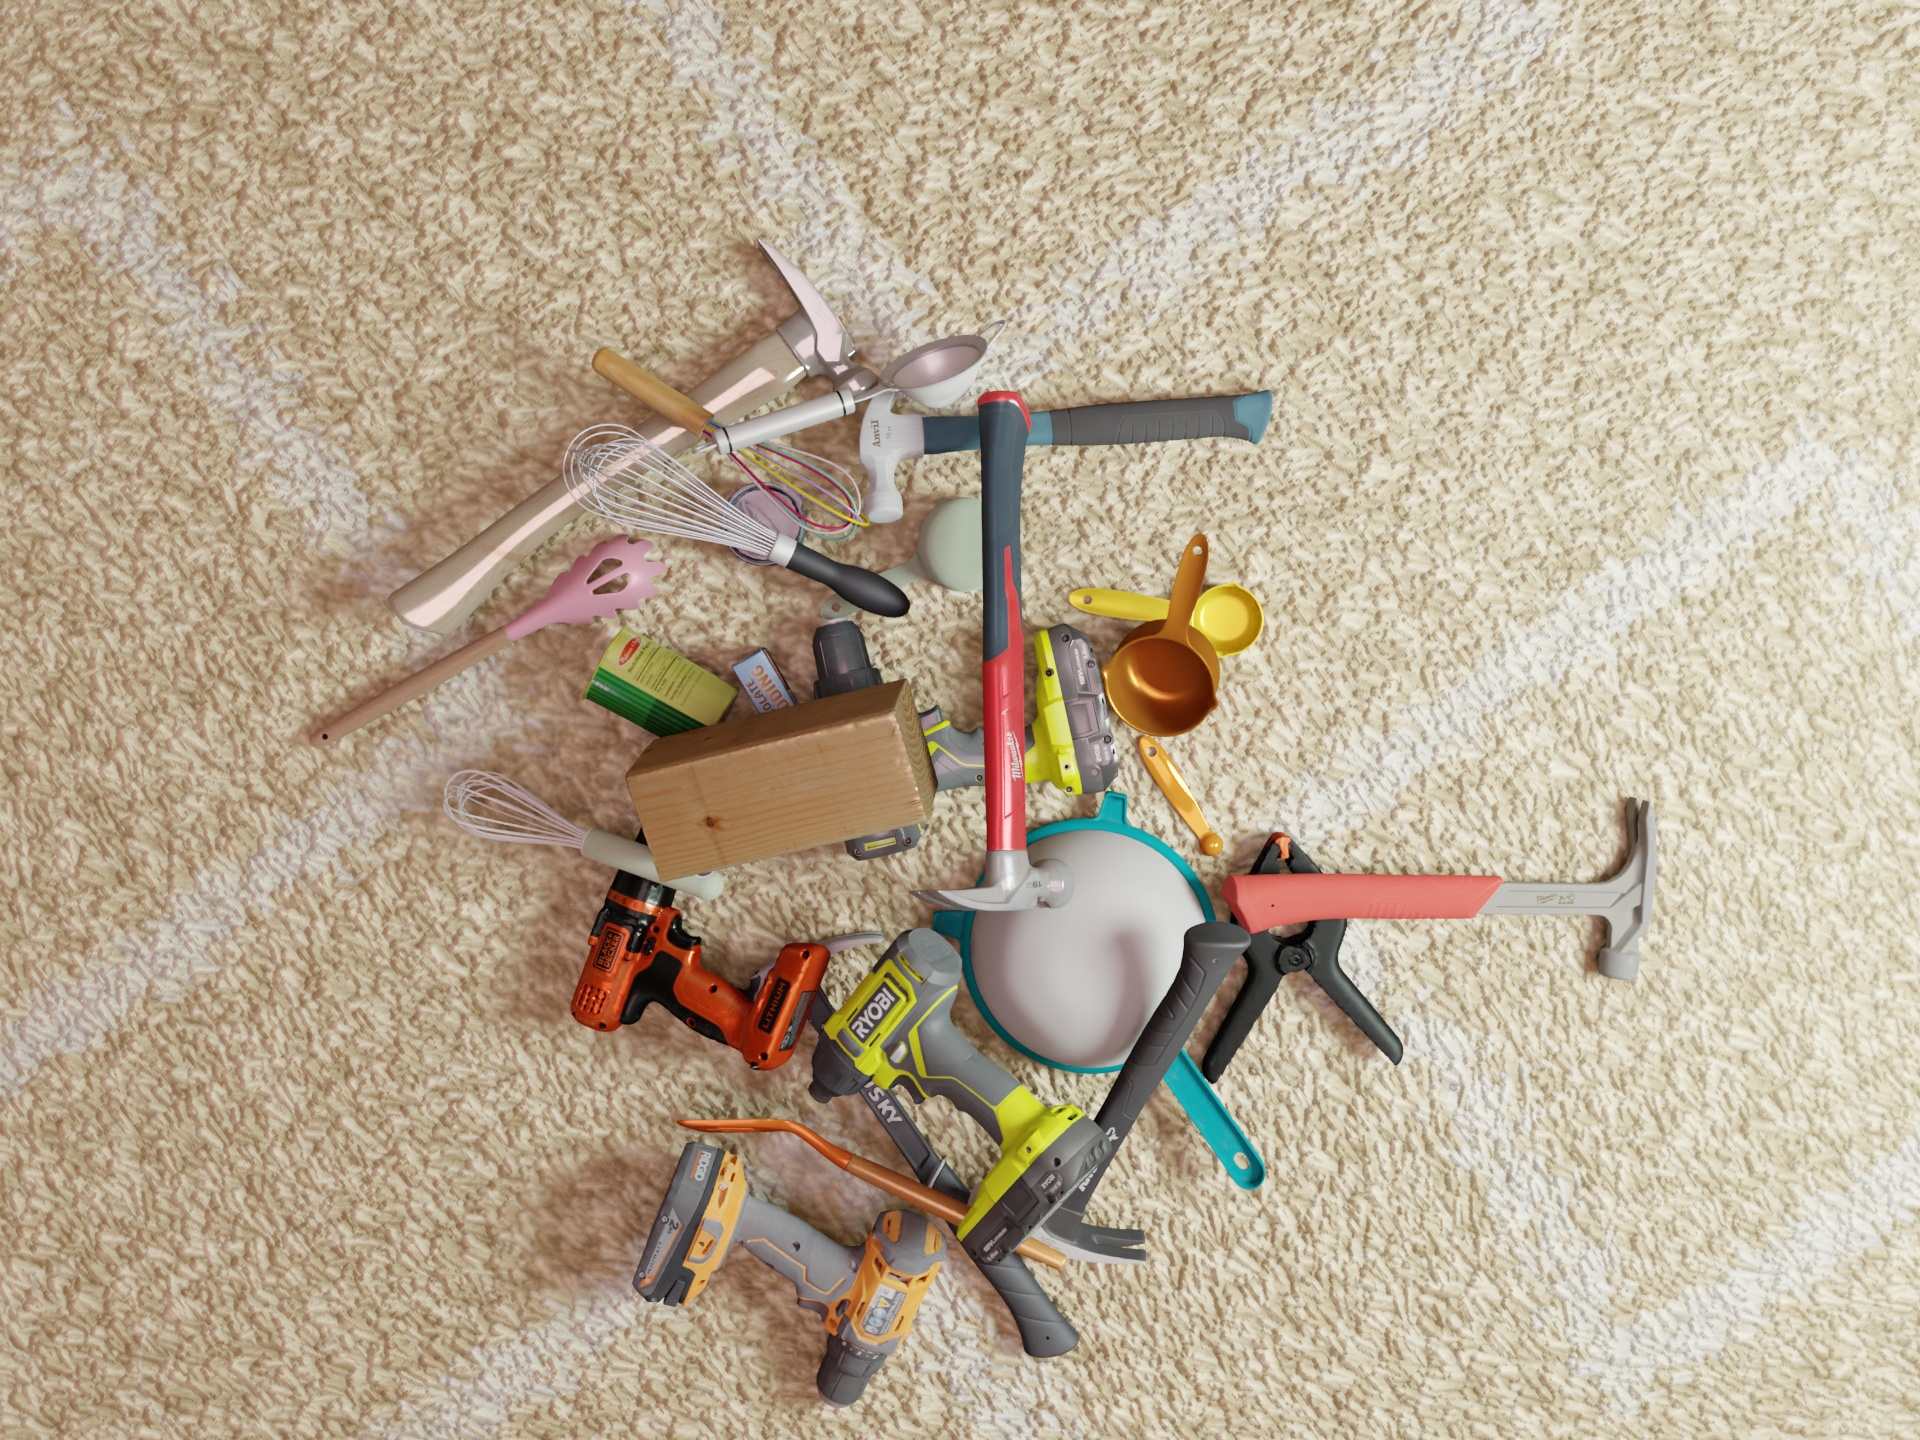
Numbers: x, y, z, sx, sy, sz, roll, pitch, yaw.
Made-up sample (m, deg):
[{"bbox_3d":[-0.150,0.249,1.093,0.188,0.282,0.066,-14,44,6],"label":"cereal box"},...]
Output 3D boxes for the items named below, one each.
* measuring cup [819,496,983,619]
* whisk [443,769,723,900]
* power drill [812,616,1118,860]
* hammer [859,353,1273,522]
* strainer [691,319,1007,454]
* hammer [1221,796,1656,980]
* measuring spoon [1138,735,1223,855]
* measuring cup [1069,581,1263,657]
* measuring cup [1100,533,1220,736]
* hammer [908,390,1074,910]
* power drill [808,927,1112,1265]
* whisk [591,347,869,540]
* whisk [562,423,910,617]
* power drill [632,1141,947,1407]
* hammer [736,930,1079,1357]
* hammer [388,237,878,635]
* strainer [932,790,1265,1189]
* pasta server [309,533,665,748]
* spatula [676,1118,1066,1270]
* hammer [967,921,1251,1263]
[{"bbox_3d":[-0.037,-0.121,1.267,0.167,0.038,0.083,-26,95,-1],"label":"measuring cup"},{"bbox_3d":[-0.299,0.094,1.249,0.246,0.058,0.059,18,115,12],"label":"whisk"},{"bbox_3d":[-0.002,-0.004,1.261,0.228,0.080,0.190,-12,90,2],"label":"power drill"},{"bbox_3d":[0.084,-0.230,1.253,0.331,0.033,0.128,-5,77,-5],"label":"hammer"},{"bbox_3d":[-0.079,-0.240,1.193,0.258,0.087,0.050,-20,122,-12],"label":"strainer"},{"bbox_3d":[0.387,0.132,1.275,0.359,0.037,0.149,2,95,-10],"label":"hammer"},{"bbox_3d":[0.180,0.062,1.301,0.021,0.011,0.117,-33,95,1],"label":"measuring spoon"},{"bbox_3d":[0.166,-0.090,1.287,0.156,0.029,0.062,9,99,10],"label":"measuring cup"},{"bbox_3d":[0.170,-0.073,1.241,0.095,0.052,0.173,17,118,10],"label":"measuring cup"},{"bbox_3d":[0.021,-0.054,1.171,0.143,0.038,0.386,4,82,-45],"label":"hammer"},{"bbox_3d":[-0.010,0.293,1.215,0.223,0.080,0.171,45,114,17],"label":"power drill"},{"bbox_3d":[-0.174,-0.211,1.211,0.245,0.047,0.051,32,135,2],"label":"whisk"},{"bbox_3d":[-0.165,-0.145,1.211,0.284,0.070,0.070,24,94,-15],"label":"whisk"},{"bbox_3d":[-0.145,0.455,1.287,0.226,0.084,0.185,21,111,-5],"label":"power drill"},{"bbox_3d":[-0.028,0.356,1.309,0.149,0.036,0.409,-35,95,1],"label":"hammer"},{"bbox_3d":[-0.271,-0.208,1.240,0.410,0.038,0.146,-35,93,-3],"label":"hammer"},{"bbox_3d":[0.138,0.239,1.255,0.211,0.095,0.340,-36,89,7],"label":"strainer"},{"bbox_3d":[-0.382,-0.057,1.274,0.316,0.040,0.060,-28,95,5],"label":"pasta server"},{"bbox_3d":[-0.070,0.369,1.260,0.322,0.081,0.041,22,74,9],"label":"spatula"},{"bbox_3d":[0.135,0.289,1.222,0.146,0.035,0.334,22,115,-7],"label":"hammer"}]
